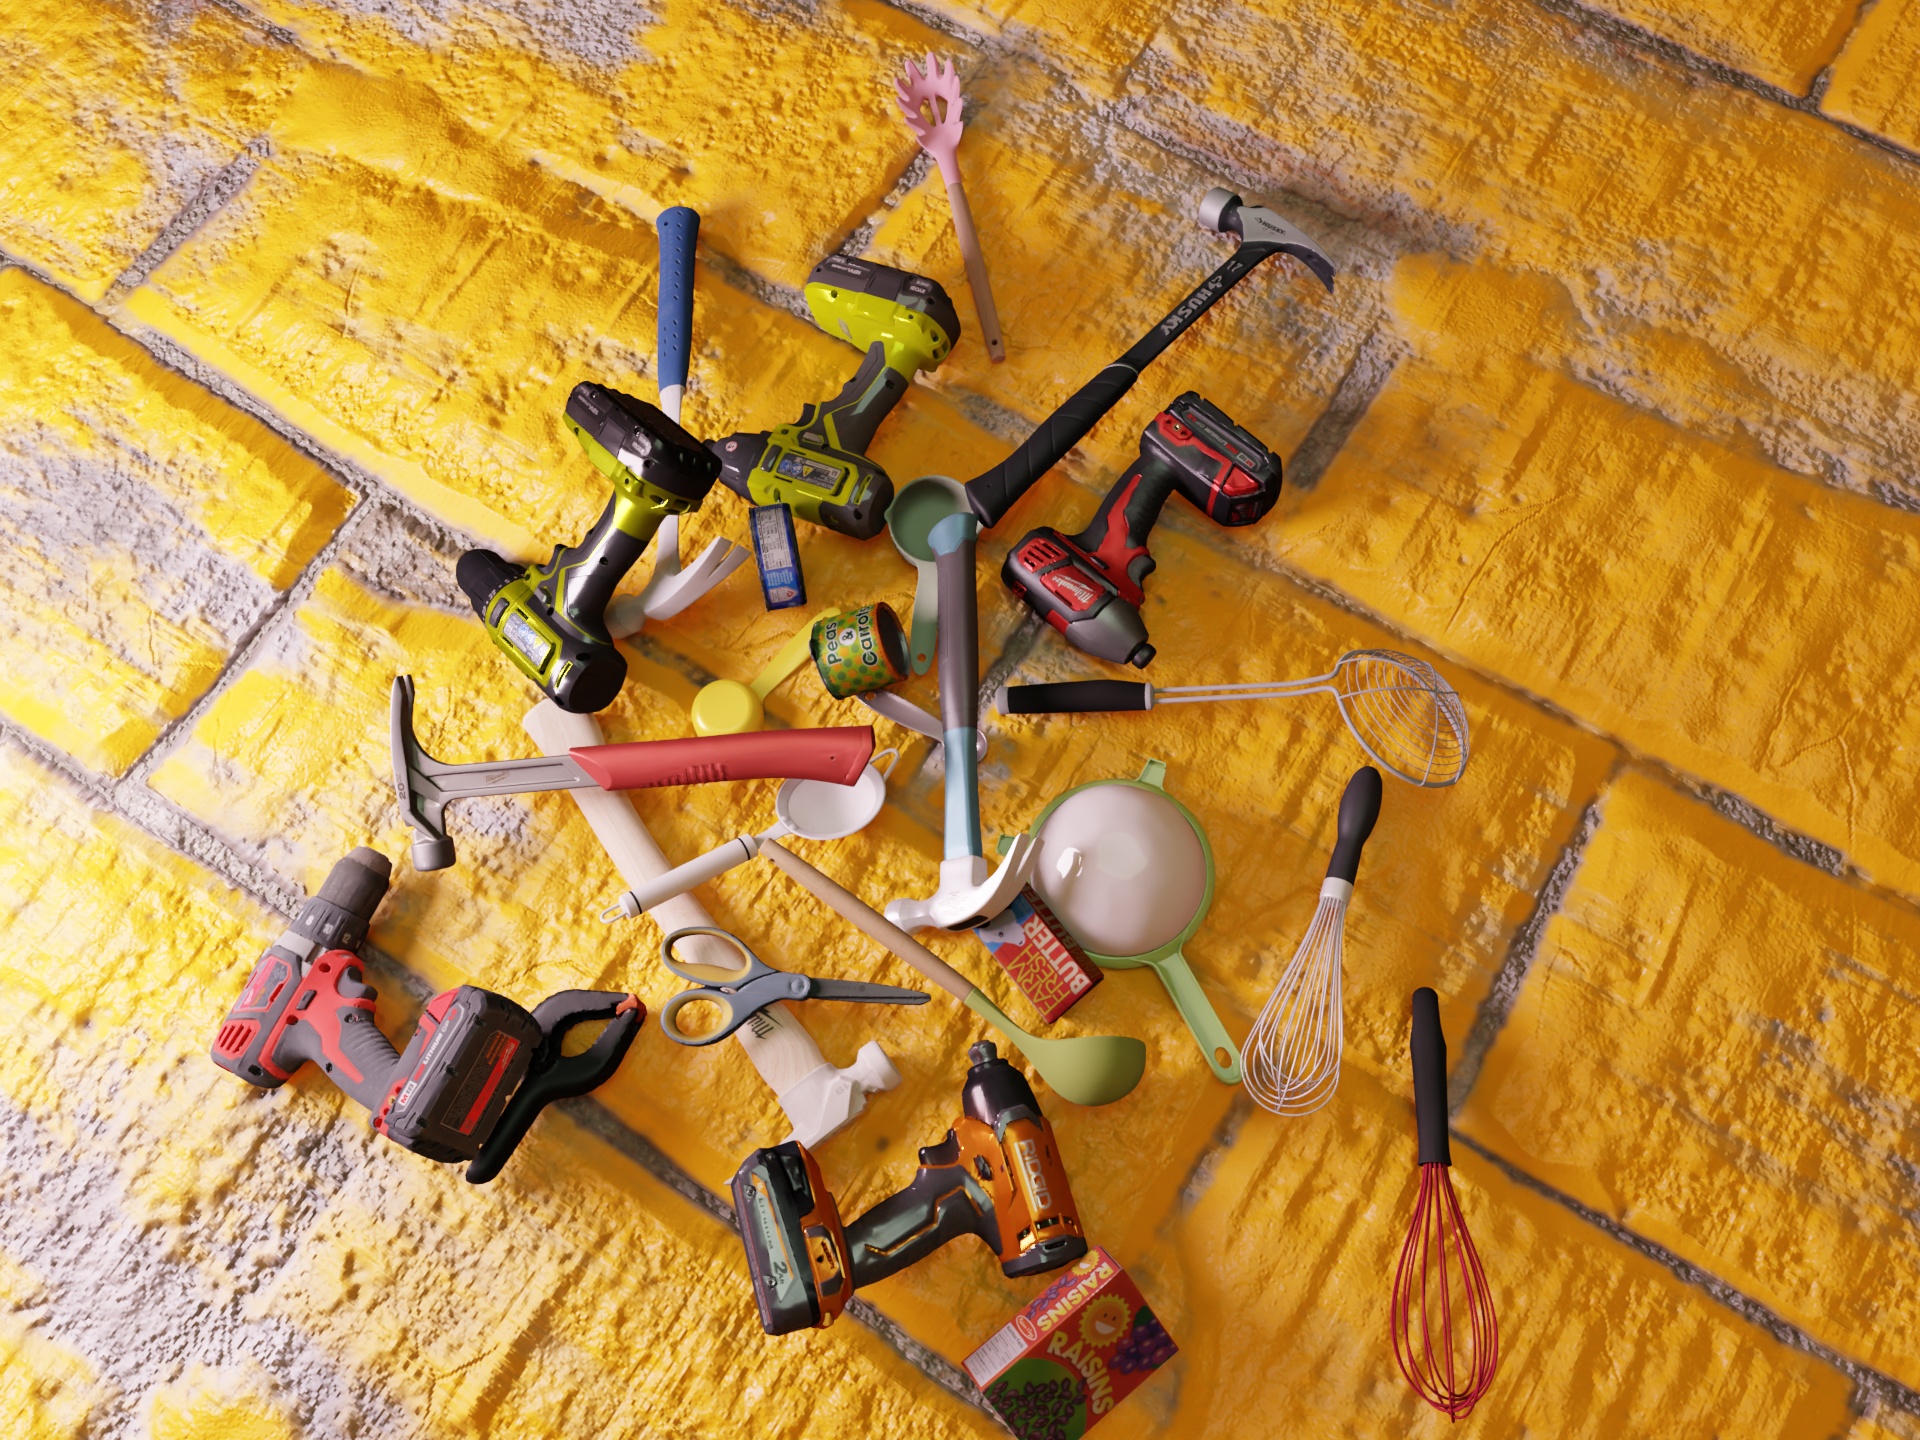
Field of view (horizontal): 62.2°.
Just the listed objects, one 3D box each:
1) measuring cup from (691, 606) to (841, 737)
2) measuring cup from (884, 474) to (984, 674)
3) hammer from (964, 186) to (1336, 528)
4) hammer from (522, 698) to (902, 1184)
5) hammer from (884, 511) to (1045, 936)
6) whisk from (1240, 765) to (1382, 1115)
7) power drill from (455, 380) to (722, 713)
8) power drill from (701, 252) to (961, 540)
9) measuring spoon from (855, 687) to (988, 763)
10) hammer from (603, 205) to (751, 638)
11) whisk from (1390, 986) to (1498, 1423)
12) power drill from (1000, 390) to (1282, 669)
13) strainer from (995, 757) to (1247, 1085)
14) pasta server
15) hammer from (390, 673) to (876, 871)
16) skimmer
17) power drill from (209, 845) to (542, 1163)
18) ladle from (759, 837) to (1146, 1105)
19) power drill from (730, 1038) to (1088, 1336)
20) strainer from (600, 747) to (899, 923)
[{"bbox_3d":[-0.153,-0.040,1.279,0.062,0.029,0.156,41,77,15],"label":"measuring cup"},{"bbox_3d":[-0.025,-0.117,1.307,0.083,0.038,0.168,5,81,1],"label":"measuring cup"},{"bbox_3d":[0.151,-0.299,1.336,0.149,0.036,0.409,36,69,26],"label":"hammer"},{"bbox_3d":[-0.221,0.151,1.207,0.146,0.038,0.411,-36,72,-10],"label":"hammer"},{"bbox_3d":[-0.002,-0.004,1.223,0.128,0.033,0.331,-14,68,32],"label":"hammer"},{"bbox_3d":[0.271,0.157,1.183,0.070,0.070,0.285,18,65,8],"label":"whisk"},{"bbox_3d":[-0.302,-0.144,1.253,0.191,0.080,0.228,40,106,29],"label":"power drill"},{"bbox_3d":[-0.108,-0.275,1.343,0.171,0.080,0.223,20,74,16],"label":"power drill"},{"bbox_3d":[-0.032,0.003,1.272,0.124,0.018,0.034,28,72,18],"label":"measuring spoon"},{"bbox_3d":[-0.239,-0.270,1.344,0.144,0.035,0.406,-20,60,32],"label":"hammer"},{"bbox_3d":[0.333,0.331,1.115,0.073,0.073,0.296,3,65,3],"label":"whisk"},{"bbox_3d":[0.154,-0.148,1.291,0.143,0.078,0.220,42,79,15],"label":"power drill"},{"bbox_3d":[0.143,0.150,1.179,0.151,0.069,0.257,-26,69,-8],"label":"strainer"},{"bbox_3d":[-0.001,-0.462,1.432,0.060,0.040,0.316,-16,70,9],"label":"pasta server"},{"bbox_3d":[-0.244,0.024,1.196,0.359,0.037,0.149,-5,96,0],"label":"hammer"},{"bbox_3d":[0.212,0.000,1.252,0.363,0.090,0.127,-2,46,12],"label":"skimmer"},{"bbox_3d":[-0.417,0.202,1.153,0.227,0.080,0.188,17,70,26],"label":"power drill"},{"bbox_3d":[-0.008,0.173,1.150,0.320,0.078,0.062,35,62,9],"label":"ladle"},{"bbox_3d":[-0.039,0.320,1.101,0.226,0.084,0.164,-10,68,-17],"label":"power drill"},{"bbox_3d":[-0.154,0.093,1.200,0.258,0.050,0.087,-26,45,-24],"label":"strainer"}]
